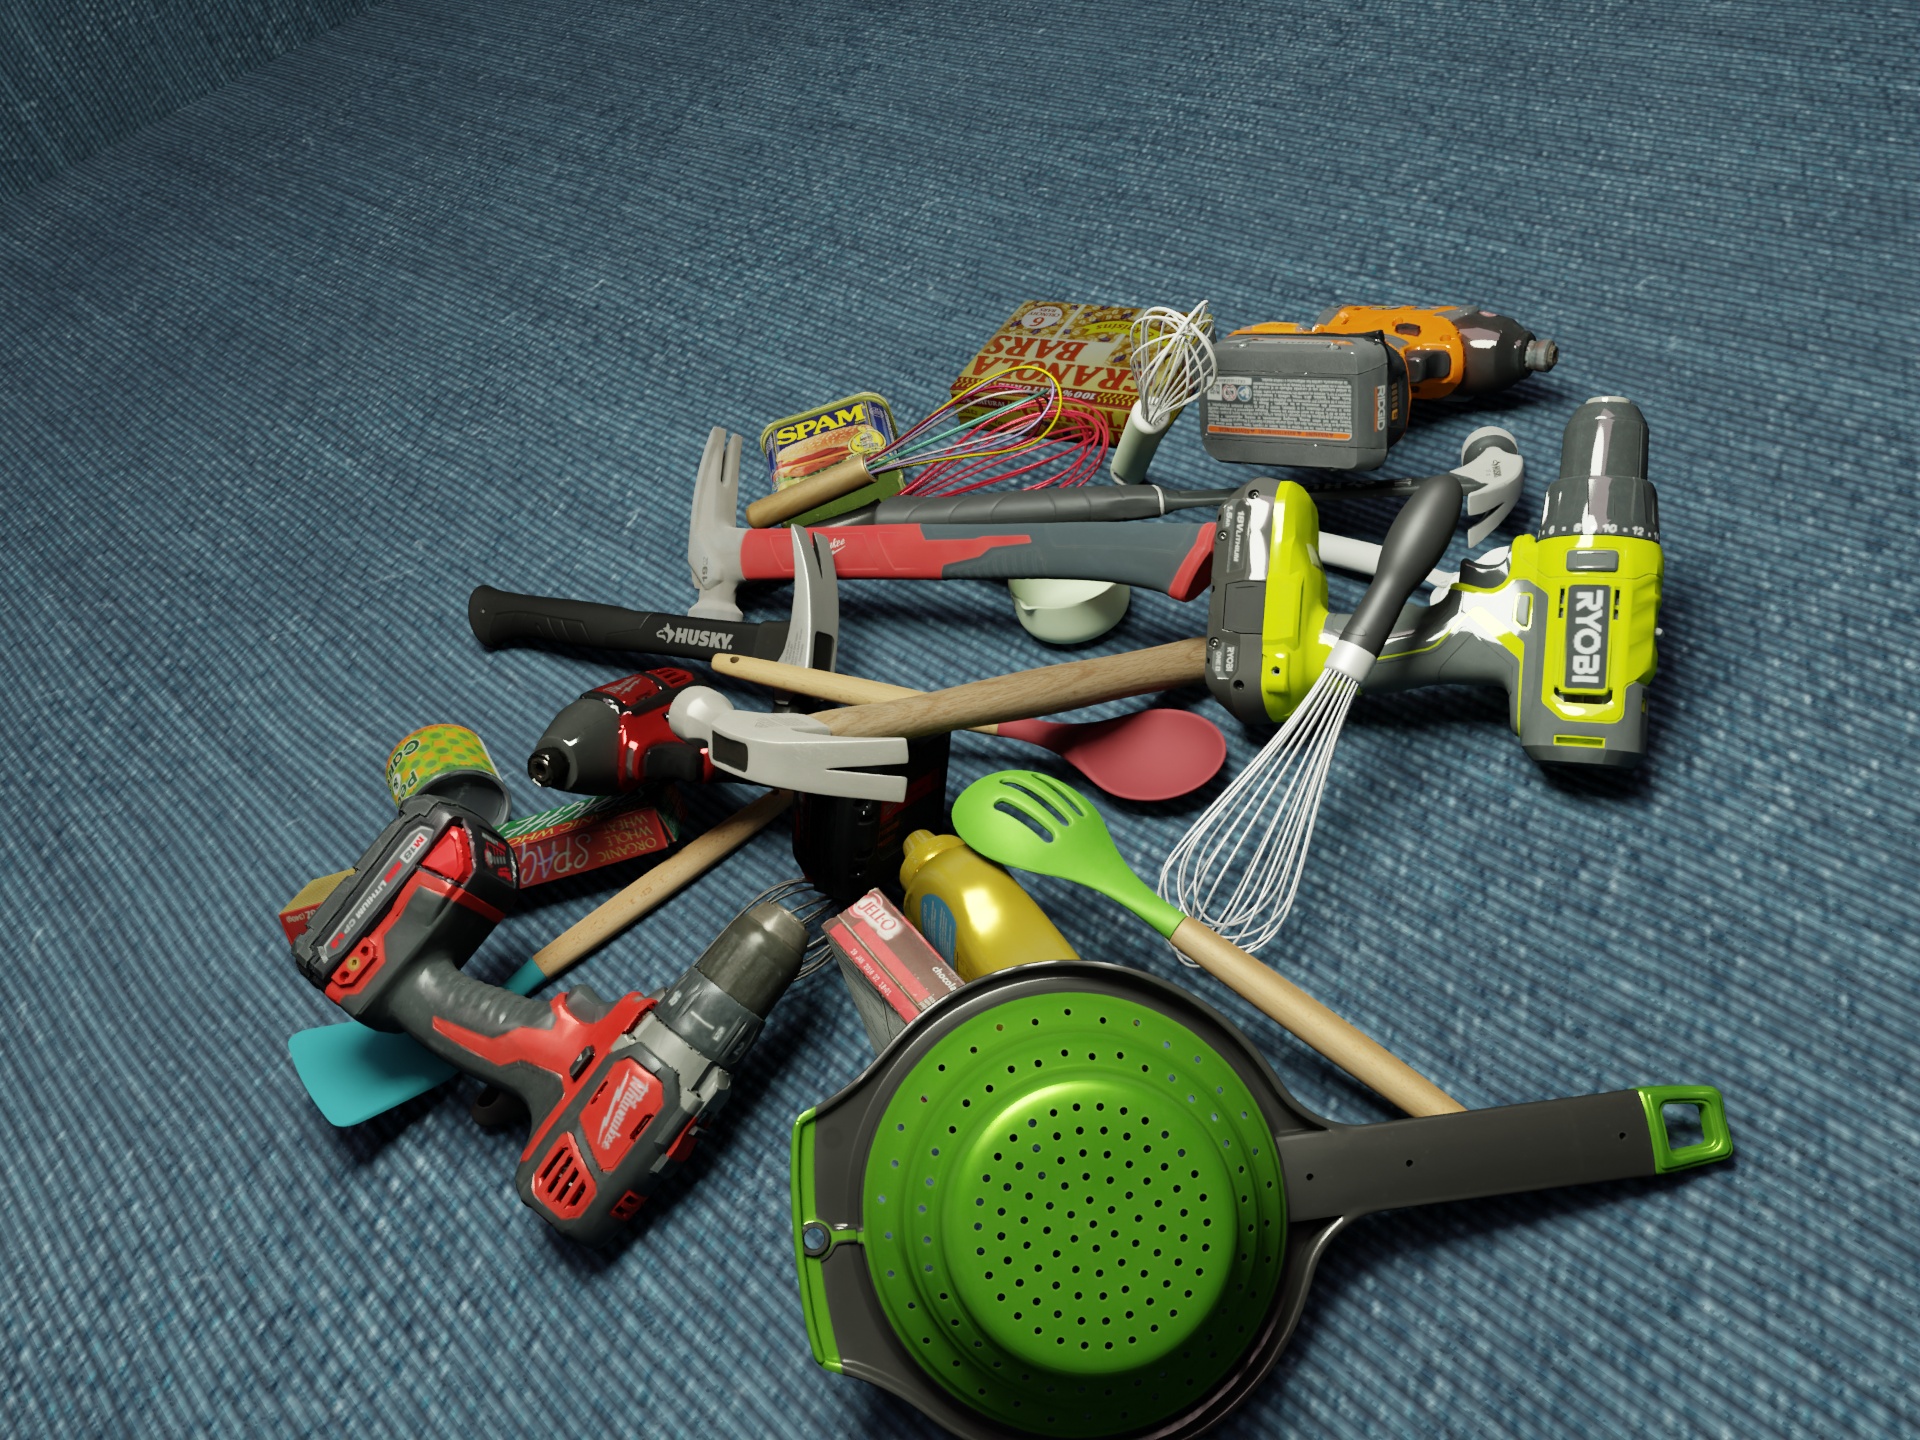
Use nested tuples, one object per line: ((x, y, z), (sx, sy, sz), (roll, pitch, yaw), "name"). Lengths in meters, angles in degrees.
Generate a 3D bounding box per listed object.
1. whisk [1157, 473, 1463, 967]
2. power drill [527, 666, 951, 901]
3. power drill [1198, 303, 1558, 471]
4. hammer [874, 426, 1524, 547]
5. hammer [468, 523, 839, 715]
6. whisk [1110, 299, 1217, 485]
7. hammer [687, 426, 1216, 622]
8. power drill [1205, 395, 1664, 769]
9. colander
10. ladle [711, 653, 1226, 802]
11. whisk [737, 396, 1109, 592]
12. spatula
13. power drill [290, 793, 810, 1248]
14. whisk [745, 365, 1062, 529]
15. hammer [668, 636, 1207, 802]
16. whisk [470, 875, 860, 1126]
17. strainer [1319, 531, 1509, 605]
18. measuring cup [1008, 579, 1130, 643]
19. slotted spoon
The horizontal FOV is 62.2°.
((0.183, -0.001, 0.807), (0.070, 0.070, 0.284), (27, 87, 39), "whisk")
((-0.127, 0.026, 0.896), (0.220, 0.078, 0.143), (13, 19, 23), "power drill")
((0.269, -0.220, 1.011), (0.164, 0.084, 0.226), (11, 27, 36), "power drill")
((0.142, -0.137, 1.008), (0.409, 0.036, 0.149), (-2, 24, 17), "hammer")
((-0.218, -0.066, 1.076), (0.335, 0.035, 0.146), (9, 86, 35), "hammer")
((0.121, -0.196, 0.998), (0.058, 0.246, 0.059), (36, 80, 5), "whisk")
((-0.015, -0.121, 1.003), (0.386, 0.038, 0.143), (3, 87, 32), "hammer")
((0.257, -0.076, 0.858), (0.228, 0.080, 0.190), (3, 87, 26), "power drill")
((0.128, 0.185, 0.632), (0.397, 0.094, 0.205), (-7, 78, -3), "colander")
((-0.001, -0.003, 0.932), (0.315, 0.031, 0.069), (12, 50, 15), "ladle")
((-0.035, -0.152, 1.116), (0.296, 0.073, 0.073), (-21, 42, 7), "whisk")
((-0.223, 0.121, 0.913), (0.317, 0.044, 0.082), (-36, 45, -19), "spatula")
((-0.204, 0.129, 0.815), (0.227, 0.080, 0.188), (34, 79, 20), "power drill")
((-0.042, -0.175, 1.070), (0.245, 0.047, 0.051), (-19, 25, 24), "whisk")
((0.021, -0.010, 0.857), (0.331, 0.031, 0.130), (-11, 22, -35), "hammer")
((-0.158, 0.151, 0.858), (0.239, 0.055, 0.055), (-30, 43, -5), "whisk")
((0.267, -0.092, 0.951), (0.087, 0.050, 0.259), (-29, 35, -33), "strainer")
((0.039, -0.092, 1.044), (0.168, 0.038, 0.083), (21, 51, 41), "measuring cup")
((0.125, 0.111, 0.744), (0.314, 0.031, 0.070), (35, 44, 21), "slotted spoon")
